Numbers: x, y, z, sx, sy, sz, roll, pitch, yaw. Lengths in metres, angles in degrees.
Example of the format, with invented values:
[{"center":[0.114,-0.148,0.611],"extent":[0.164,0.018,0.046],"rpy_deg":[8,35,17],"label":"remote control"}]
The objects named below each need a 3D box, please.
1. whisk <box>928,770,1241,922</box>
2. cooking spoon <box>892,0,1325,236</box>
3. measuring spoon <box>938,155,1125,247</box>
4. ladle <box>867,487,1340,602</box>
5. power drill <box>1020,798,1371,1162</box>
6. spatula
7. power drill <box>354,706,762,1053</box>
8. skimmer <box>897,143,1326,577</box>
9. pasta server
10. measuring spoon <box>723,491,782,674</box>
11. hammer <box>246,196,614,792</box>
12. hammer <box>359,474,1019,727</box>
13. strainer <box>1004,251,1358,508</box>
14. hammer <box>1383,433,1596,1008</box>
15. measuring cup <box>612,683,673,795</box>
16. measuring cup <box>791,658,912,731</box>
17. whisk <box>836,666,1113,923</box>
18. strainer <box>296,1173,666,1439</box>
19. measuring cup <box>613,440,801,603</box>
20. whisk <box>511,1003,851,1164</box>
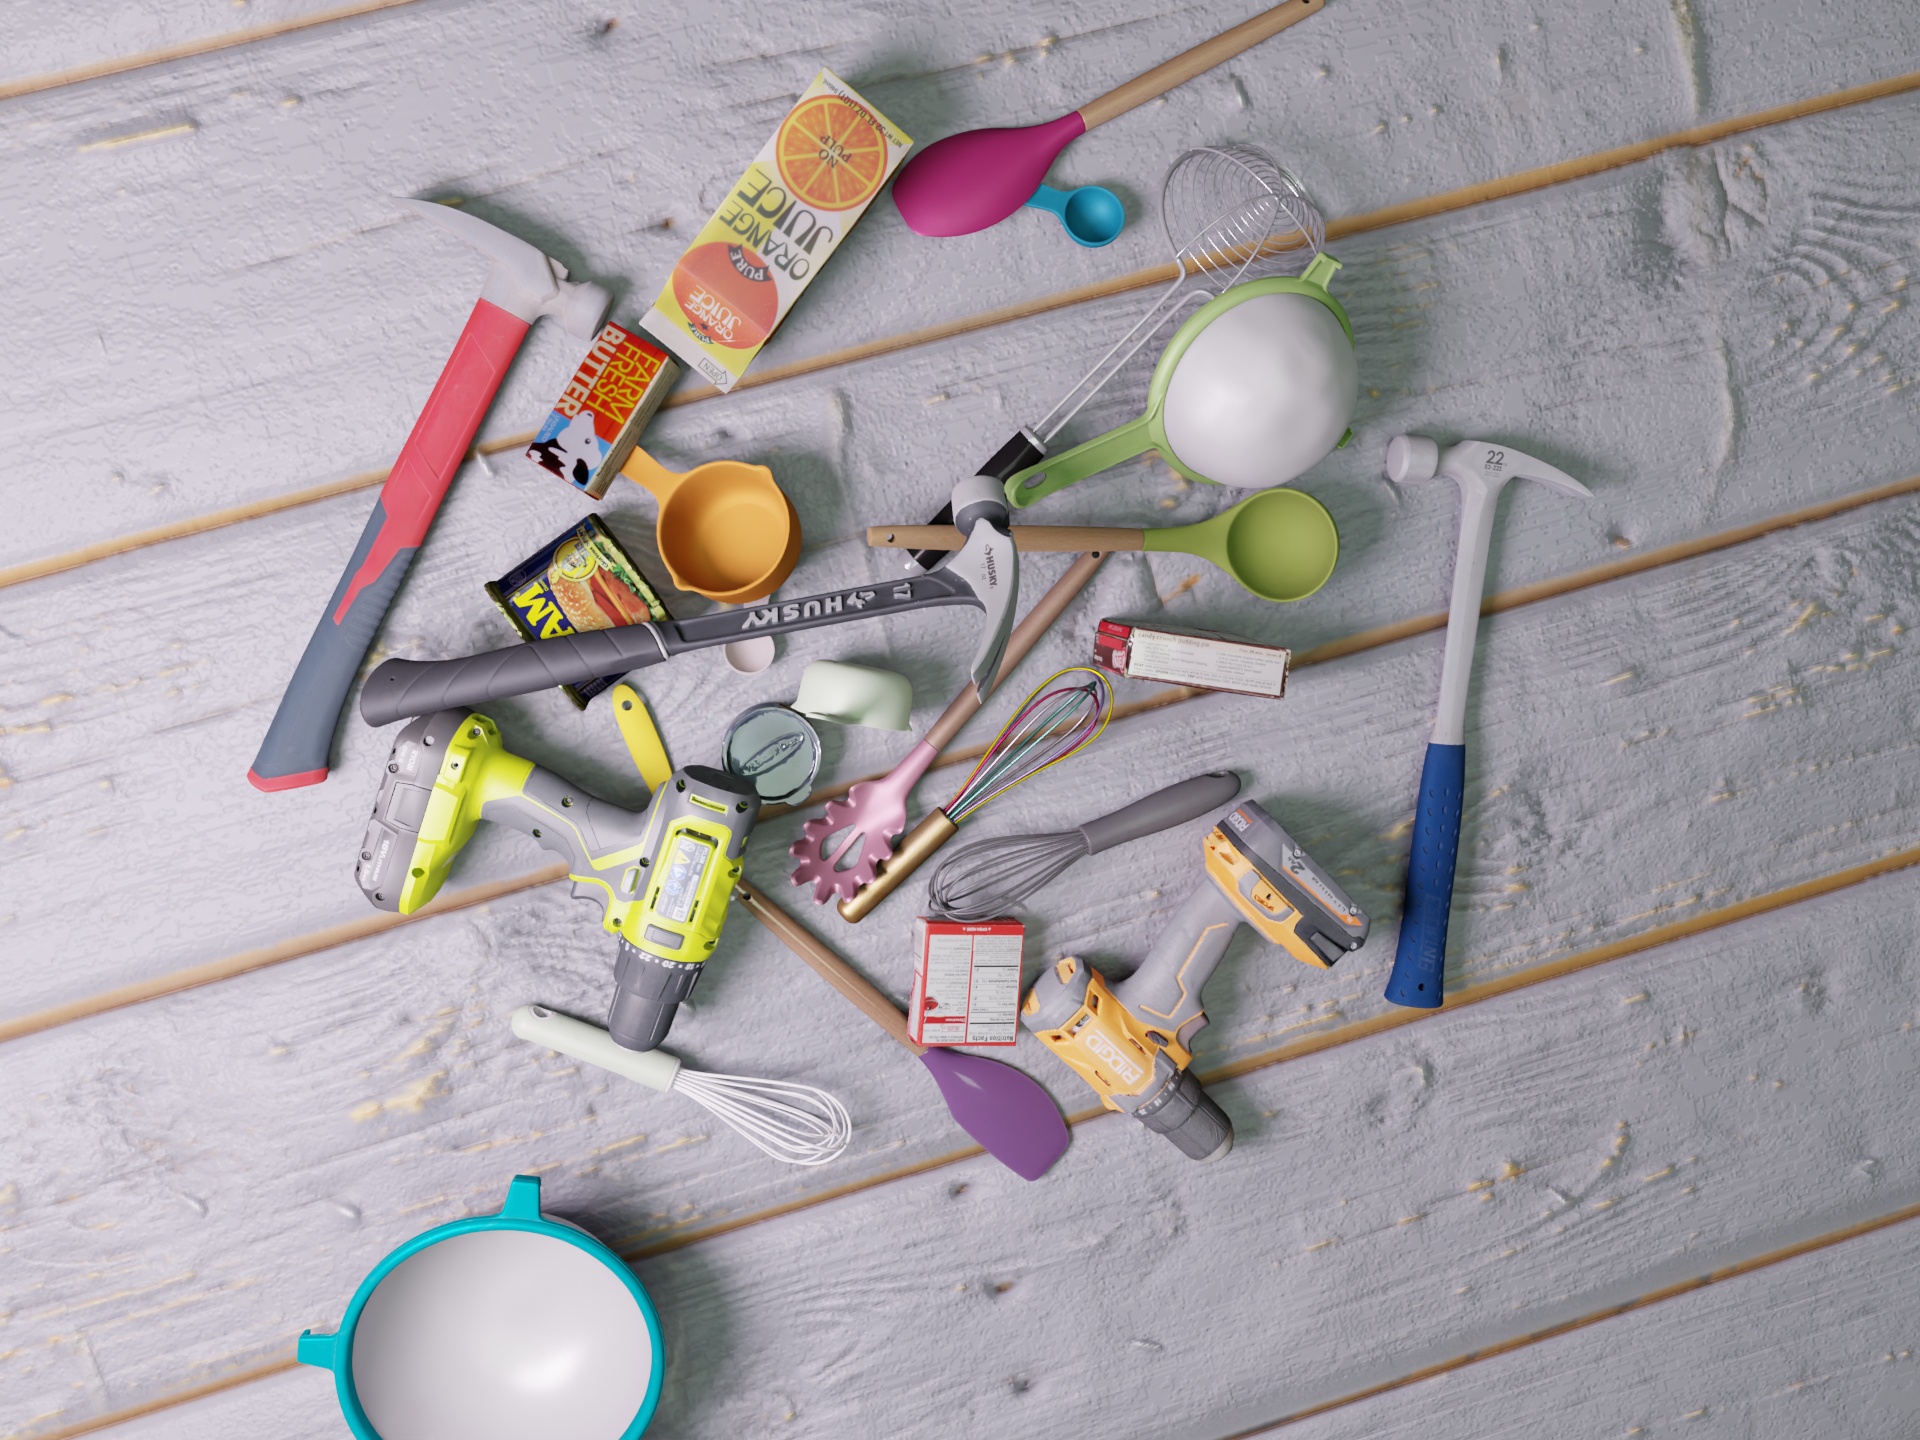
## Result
[{"center":[0.087,0.083,1.108],"extent":[0.239,0.055,0.055],"rpy_deg":[-20,101,-10],"label":"whisk"},{"center":[0.101,-0.405,1.042],"extent":[0.319,0.017,0.069],"rpy_deg":[-29,82,-5],"label":"cooking spoon"},{"center":[0.046,-0.344,1.052],"extent":[0.128,0.021,0.042],"rpy_deg":[19,79,-1],"label":"measuring spoon"},{"center":[0.099,-0.118,1.054],"extent":[0.320,0.062,0.078],"rpy_deg":[-1,105,-14],"label":"ladle"},{"center":[0.181,0.191,1.120],"extent":[0.226,0.084,0.185],"rpy_deg":[-44,102,5],"label":"power drill"},{"center":[-0.042,0.213,1.121],"extent":[0.315,0.018,0.060],"rpy_deg":[42,86,-13],"label":"spatula"},{"center":[-0.260,0.099,1.027],"extent":[0.228,0.080,0.190],"rpy_deg":[20,99,-3],"label":"power drill"},{"center":[0.094,-0.232,1.067],"extent":[0.127,0.090,0.363],"rpy_deg":[44,101,-7],"label":"skimmer"},{"center":[-0.002,-0.003,1.084],"extent":[0.060,0.040,0.316],"rpy_deg":[41,90,-1],"label":"pasta server"},{"center":[-0.135,-0.092,1.066],"extent":[0.034,0.018,0.124],"rpy_deg":[9,90,-9],"label":"measuring spoon"},{"center":[-0.371,-0.134,1.012],"extent":[0.143,0.038,0.386],"rpy_deg":[27,94,-10],"label":"hammer"},{"center":[-0.164,-0.046,0.956],"extent":[0.409,0.149,0.036],"rpy_deg":[-11,144,6],"label":"hammer"},{"center":[0.155,-0.183,1.026],"extent":[0.256,0.069,0.151],"rpy_deg":[-25,135,-6],"label":"strainer"},{"center":[0.355,0.006,1.136],"extent":[0.144,0.035,0.405],"rpy_deg":[4,98,-8],"label":"hammer"},{"center":[-0.199,0.049,1.066],"extent":[0.062,0.029,0.156],"rpy_deg":[-22,104,-4],"label":"measuring cup"},{"center":[-0.073,-0.018,1.008],"extent":[0.083,0.167,0.038],"rpy_deg":[11,92,5],"label":"measuring cup"},{"center":[0.010,0.055,1.093],"extent":[0.245,0.051,0.047],"rpy_deg":[-43,107,3],"label":"whisk"},{"center":[-0.266,0.462,1.090],"extent":[0.211,0.095,0.340],"rpy_deg":[-37,104,2],"label":"strainer"},{"center":[-0.179,-0.143,1.038],"extent":[0.174,0.052,0.095],"rpy_deg":[36,90,13],"label":"measuring cup"},{"center":[-0.191,0.247,1.092],"extent":[0.246,0.058,0.059],"rpy_deg":[22,103,-6],"label":"whisk"}]
